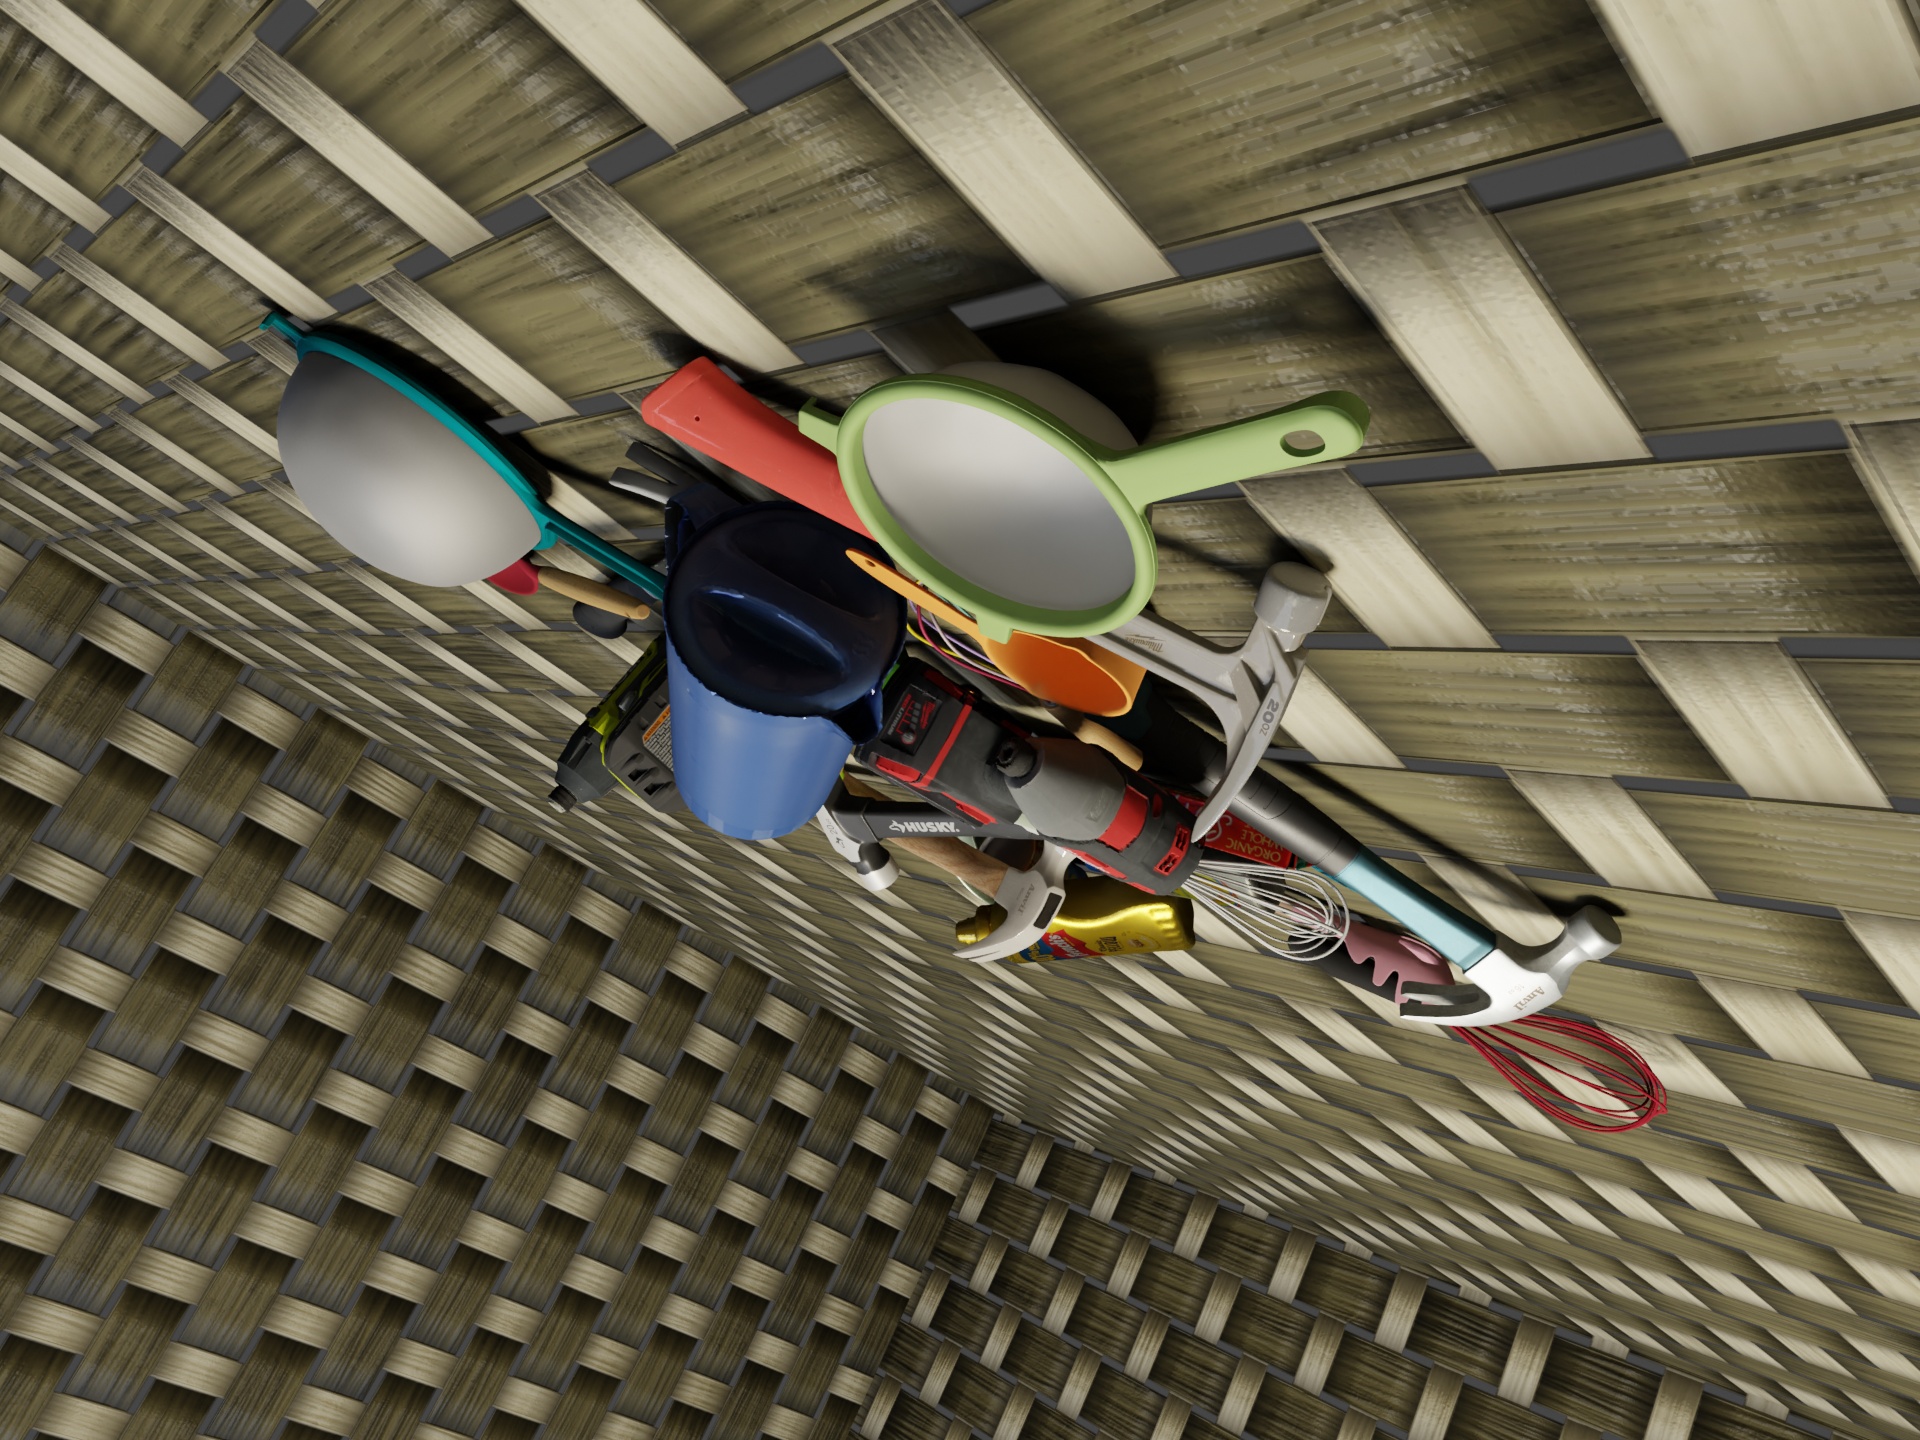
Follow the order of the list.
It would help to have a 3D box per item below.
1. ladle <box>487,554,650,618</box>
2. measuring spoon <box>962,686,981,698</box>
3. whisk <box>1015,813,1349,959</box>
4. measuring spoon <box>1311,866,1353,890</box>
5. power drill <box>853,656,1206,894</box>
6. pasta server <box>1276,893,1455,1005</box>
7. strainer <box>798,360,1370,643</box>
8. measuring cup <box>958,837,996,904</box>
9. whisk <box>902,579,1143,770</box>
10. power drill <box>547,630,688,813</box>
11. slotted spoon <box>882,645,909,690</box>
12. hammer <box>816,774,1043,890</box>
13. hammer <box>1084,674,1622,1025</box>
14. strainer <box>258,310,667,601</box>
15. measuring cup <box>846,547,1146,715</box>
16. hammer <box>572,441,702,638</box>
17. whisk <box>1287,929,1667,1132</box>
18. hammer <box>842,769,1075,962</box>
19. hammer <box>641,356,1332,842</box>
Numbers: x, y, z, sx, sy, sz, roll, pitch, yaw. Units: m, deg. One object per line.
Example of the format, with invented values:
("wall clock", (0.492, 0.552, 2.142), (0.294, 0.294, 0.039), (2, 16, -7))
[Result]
("ladle", (-0.302, -0.105, 1.189), (0.316, 0.031, 0.069), (20, 153, 53))
("measuring spoon", (-0.002, -0.004, 1.145), (0.021, 0.011, 0.117), (27, 163, -1))
("whisk", (0.142, 0.099, 1.070), (0.246, 0.059, 0.058), (20, -175, 7))
("measuring spoon", (0.219, 0.077, 1.057), (0.129, 0.021, 0.042), (30, 177, 20))
("power drill", (0.034, 0.032, 0.961), (0.143, 0.078, 0.220), (31, 175, -34))
("pasta server", (0.220, 0.136, 1.184), (0.316, 0.040, 0.060), (22, -161, 20))
("strainer", (0.061, -0.112, 0.648), (0.256, 0.069, 0.151), (-6, 135, 48))
("measuring cup", (0.020, 0.105, 1.412), (0.083, 0.038, 0.167), (16, 144, 37))
("whisk", (0.042, -0.025, 0.968), (0.051, 0.047, 0.244), (32, 176, 45))
("power drill", (-0.233, 0.005, 1.208), (0.080, 0.171, 0.223), (44, 162, -19))
("slotted spoon", (-0.046, -0.013, 1.162), (0.070, 0.031, 0.313), (28, 166, 17))
("hammer", (0.022, 0.070, 1.195), (0.335, 0.035, 0.146), (-3, 128, 39))
("hammer", (0.220, 0.074, 0.948), (0.331, 0.033, 0.128), (34, 126, -5))
("strainer", (-0.334, -0.127, 1.065), (0.340, 0.095, 0.210), (30, 162, 18))
("measuring cup", (0.025, -0.066, 0.856), (0.173, 0.052, 0.095), (29, 163, -2))
("hammer", (-0.220, -0.104, 1.138), (0.149, 0.036, 0.409), (34, 162, -19))
("whisk", (0.376, 0.224, 1.186), (0.296, 0.073, 0.073), (24, 164, 31))
("hammer", (-0.029, 0.103, 1.339), (0.031, 0.130, 0.332), (26, 179, -39))
("hammer", (-0.004, -0.080, 0.793), (0.359, 0.037, 0.149), (28, 125, 13))
